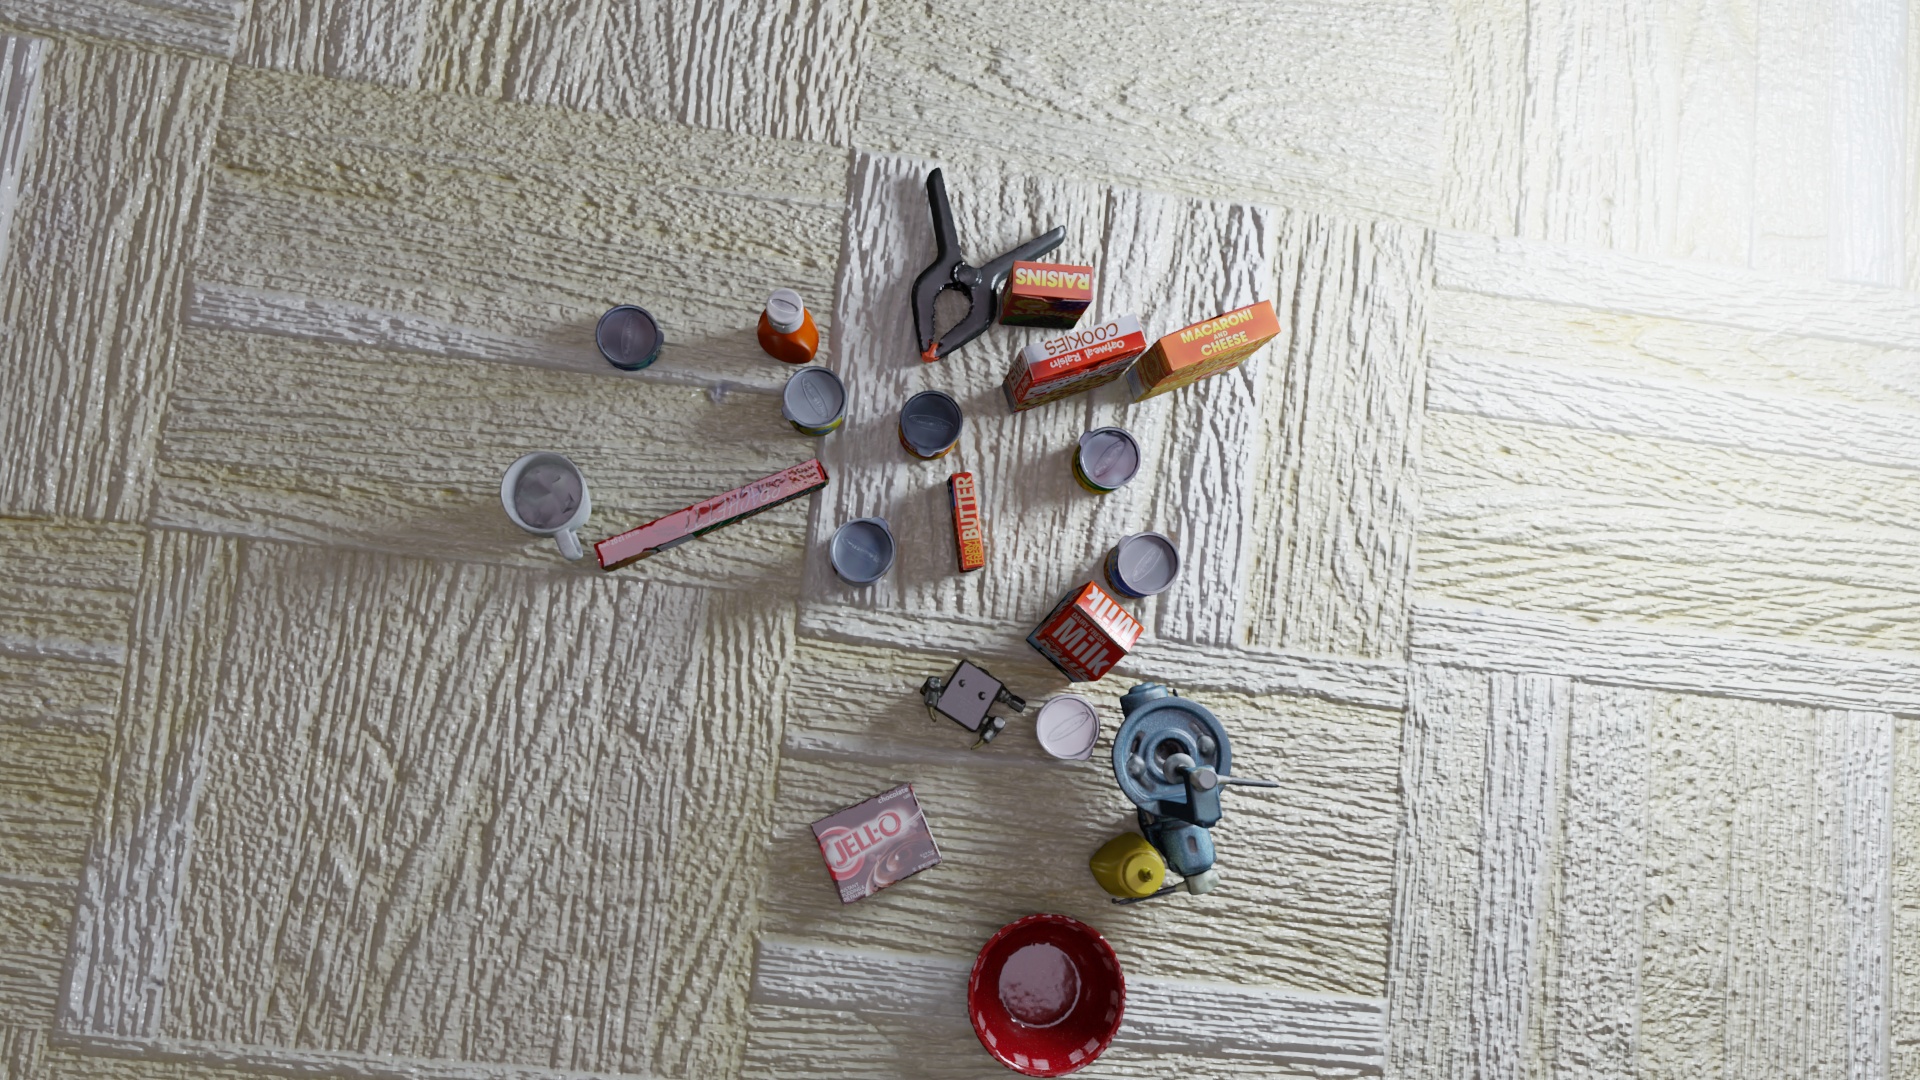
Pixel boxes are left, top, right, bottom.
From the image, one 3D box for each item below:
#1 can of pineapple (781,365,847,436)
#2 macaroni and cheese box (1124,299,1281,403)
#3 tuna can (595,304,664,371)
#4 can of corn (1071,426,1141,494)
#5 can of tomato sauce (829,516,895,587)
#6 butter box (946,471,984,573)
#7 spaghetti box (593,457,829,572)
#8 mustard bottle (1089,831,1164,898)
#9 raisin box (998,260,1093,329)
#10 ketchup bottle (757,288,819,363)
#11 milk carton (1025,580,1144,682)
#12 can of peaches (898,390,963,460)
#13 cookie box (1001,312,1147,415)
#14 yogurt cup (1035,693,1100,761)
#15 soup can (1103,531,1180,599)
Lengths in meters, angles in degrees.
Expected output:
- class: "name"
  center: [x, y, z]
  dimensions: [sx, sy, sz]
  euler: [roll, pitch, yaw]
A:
- class: "can of pineapple"
  center: [-0.155, -0.146, 1.469]
  dimensions: [0.071, 0.058, 0.071]
  euler: [1, 84, -5]
- class: "macaroni and cheese box"
  center: [0.250, -0.197, 1.459]
  dimensions: [0.124, 0.166, 0.040]
  euler: [-20, 86, -7]
- class: "tuna can"
  center: [-0.348, -0.214, 1.472]
  dimensions: [0.071, 0.033, 0.071]
  euler: [1, 83, -5]
- class: "can of corn"
  center: [0.153, -0.087, 1.491]
  dimensions: [0.071, 0.058, 0.071]
  euler: [1, 84, -5]
- class: "can of tomato sauce"
  center: [-0.102, 0.012, 1.443]
  dimensions: [0.071, 0.083, 0.071]
  euler: [1, 84, -5]
- class: "butter box"
  center: [0.005, -0.018, 1.472]
  dimensions: [0.024, 0.053, 0.103]
  euler: [-7, 84, -6]
- class: "spaghetti box"
  center: [-0.257, -0.027, 1.450]
  dimensions: [0.250, 0.050, 0.028]
  euler: [-22, 86, -7]
- class: "mustard bottle"
  center: [0.173, 0.330, 1.393]
  dimensions: [0.065, 0.160, 0.049]
  euler: [-36, 88, -8]
- class: "raisin box"
  center: [0.089, -0.258, 1.472]
  dimensions: [0.086, 0.123, 0.040]
  euler: [4, 84, -5]
- class: "ketchup bottle"
  center: [-0.179, -0.221, 1.430]
  dimensions: [0.065, 0.148, 0.043]
  euler: [18, 83, -3]
- class: "milk carton"
  center: [0.126, 0.093, 1.401]
  dimensions: [0.072, 0.190, 0.073]
  euler: [43, 82, 0]
- class: "can of peaches"
  center: [-0.033, -0.119, 1.478]
  dimensions: [0.071, 0.058, 0.071]
  euler: [1, 84, -5]
- class: "cookie box"
  center: [0.115, -0.180, 1.444]
  dimensions: [0.123, 0.167, 0.040]
  euler: [-19, 86, -7]
- class: "yogurt cup"
  center: [0.109, 0.195, 1.456]
  dimensions: [0.072, 0.054, 0.072]
  euler: [1, 84, -5]
- class: "soup can"
  center: [0.189, 0.025, 1.469]
  dimensions: [0.071, 0.083, 0.071]
  euler: [1, 84, -5]
